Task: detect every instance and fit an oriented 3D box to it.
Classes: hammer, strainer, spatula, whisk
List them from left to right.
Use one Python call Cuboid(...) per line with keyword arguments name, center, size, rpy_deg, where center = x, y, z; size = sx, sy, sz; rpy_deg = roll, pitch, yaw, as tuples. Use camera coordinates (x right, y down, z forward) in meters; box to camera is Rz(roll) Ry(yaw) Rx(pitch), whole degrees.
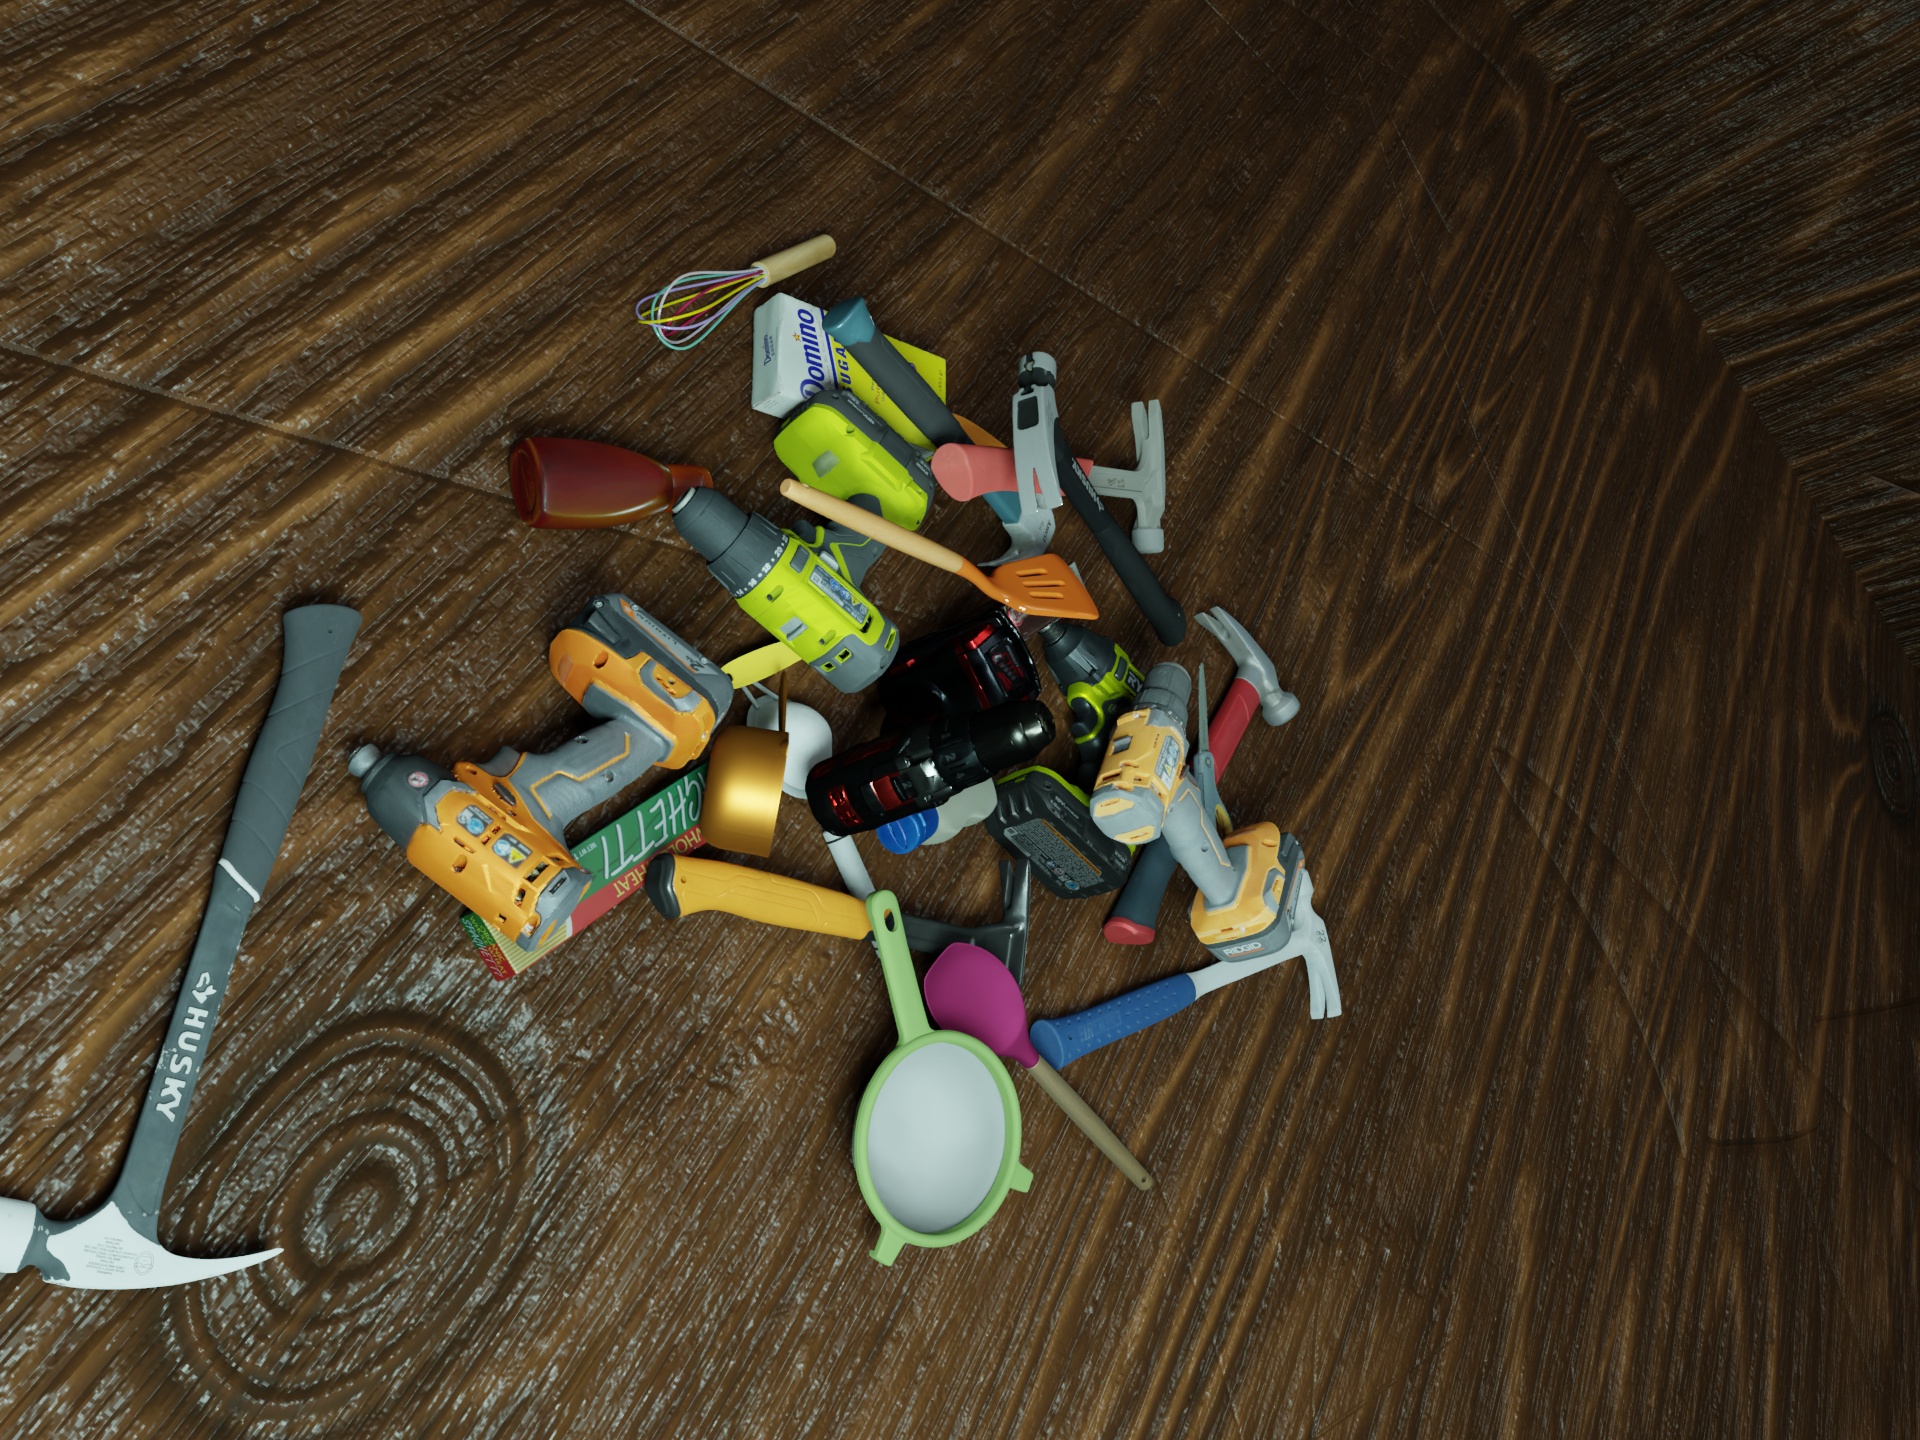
Cuboid(name="hammer", center=(-0.411, 0.112, 0.905), size=(0.149, 0.036, 0.409), rpy_deg=(27, 57, -34))
Cuboid(name="whisk", center=(-0.174, -0.356, 1.296), size=(0.051, 0.047, 0.245), rpy_deg=(57, 43, -9))
Cuboid(name="strainer", center=(-0.095, 0.077, 1.207), size=(0.087, 0.050, 0.258), rpy_deg=(-33, 101, -59))
Cuboid(name="hammer", center=(-0.079, 0.136, 1.164), size=(0.336, 0.034, 0.127), rpy_deg=(18, 73, -39))
Cuboid(name="strainer", center=(-0.044, 0.249, 1.152), size=(0.151, 0.069, 0.256), rpy_deg=(-15, 92, -40))
Cuboid(name="spatula", center=(-0.013, -0.135, 1.228), size=(0.322, 0.041, 0.081), rpy_deg=(19, 33, -47))
Cuboid(name="hammer", center=(-0.010, -0.242, 1.342), size=(0.330, 0.033, 0.128), rpy_deg=(42, 57, -46))
Cuboid(name="hammer", center=(0.091, -0.229, 1.424), size=(0.359, 0.037, 0.149), rpy_deg=(-6, 94, -56))
Cuboid(name="hammer", center=(0.129, -0.162, 1.400), size=(0.334, 0.035, 0.146), rpy_deg=(47, 37, -48))
Cuboid(name="hammer", center=(0.212, 0.053, 1.496), size=(0.143, 0.038, 0.386), rpy_deg=(49, 48, -16))
Cuboid(name="hammer", center=(0.213, 0.242, 1.427), size=(0.405, 0.035, 0.144), rpy_deg=(-11, 82, -44))

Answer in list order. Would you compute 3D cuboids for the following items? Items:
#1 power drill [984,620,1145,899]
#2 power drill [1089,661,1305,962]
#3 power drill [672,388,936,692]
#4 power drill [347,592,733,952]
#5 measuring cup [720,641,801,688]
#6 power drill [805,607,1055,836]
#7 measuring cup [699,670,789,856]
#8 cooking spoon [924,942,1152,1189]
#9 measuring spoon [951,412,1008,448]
Cuboid(name="power drill", center=(0.105, 0.027, 1.385), size=(0.171, 0.080, 0.223), rpy_deg=(43, 46, -23))
Cuboid(name="power drill", center=(0.205, 0.074, 1.360), size=(0.226, 0.084, 0.185), rpy_deg=(48, 42, -24))
Cuboid(name="power drill", center=(-0.113, -0.152, 1.217), size=(0.190, 0.080, 0.229), rpy_deg=(41, 39, -21))
Cuboid(name="power drill", center=(-0.269, 0.019, 1.026), size=(0.164, 0.084, 0.227), rpy_deg=(37, 51, -2))
Cuboid(name="measuring cup", center=(-0.135, -0.051, 1.226), size=(0.156, 0.029, 0.062), rpy_deg=(-27, 93, -42))
Cuboid(name="power drill", center=(-0.002, -0.004, 1.187), size=(0.080, 0.188, 0.227), rpy_deg=(62, 24, -16))
Cuboid(name="measuring cup", center=(-0.151, 0.019, 1.121), size=(0.052, 0.095, 0.174), rpy_deg=(8, 40, -10))
Cuboid(name="cooking spoon", center=(0.069, 0.283, 1.254), size=(0.069, 0.017, 0.318), rpy_deg=(-50, 121, -18))
Cuboid(name="measuring spoon", center=(0.028, -0.249, 1.465), size=(0.116, 0.011, 0.021), rpy_deg=(29, 66, -27))
